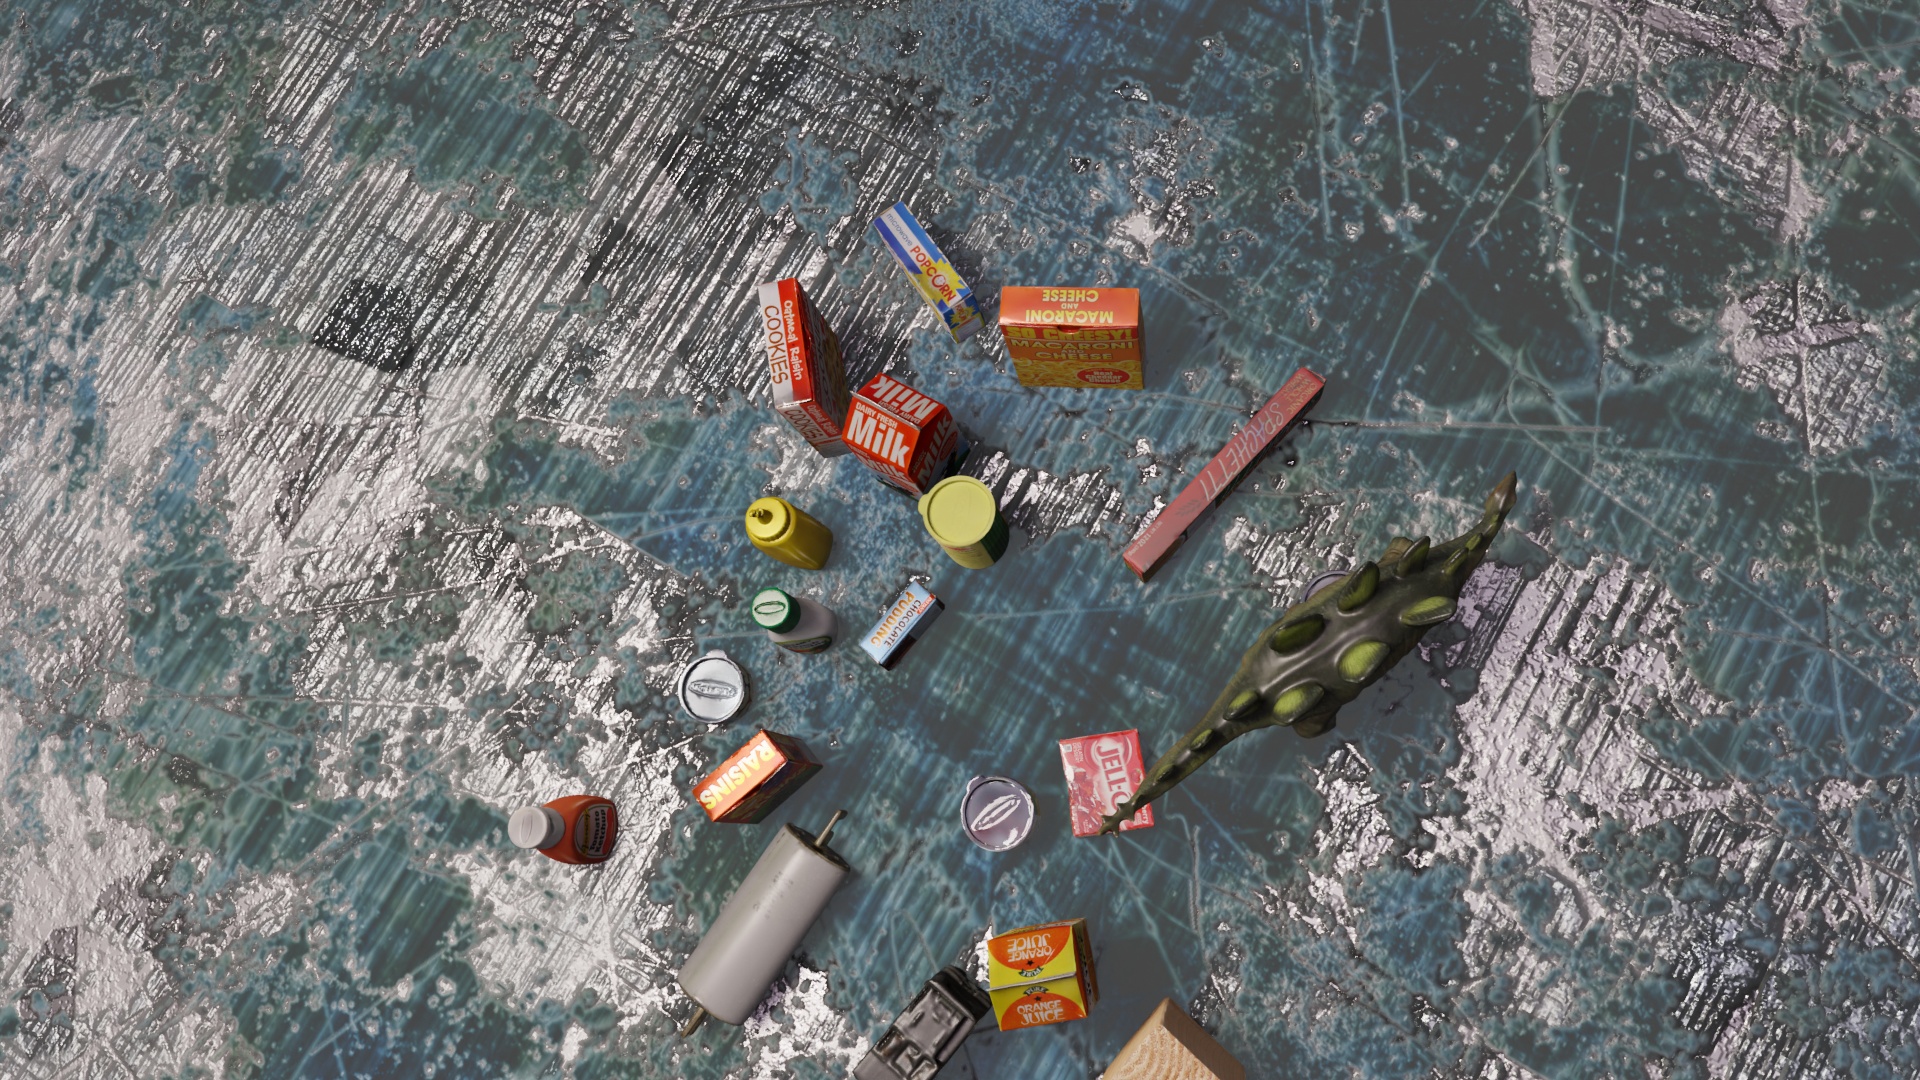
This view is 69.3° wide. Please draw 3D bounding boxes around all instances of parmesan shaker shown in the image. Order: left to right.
[{"bbox_3d":[0.005,-0.016,1.298,0.071,0.103,0.071,-2,77,9],"label":"parmesan shaker"}]

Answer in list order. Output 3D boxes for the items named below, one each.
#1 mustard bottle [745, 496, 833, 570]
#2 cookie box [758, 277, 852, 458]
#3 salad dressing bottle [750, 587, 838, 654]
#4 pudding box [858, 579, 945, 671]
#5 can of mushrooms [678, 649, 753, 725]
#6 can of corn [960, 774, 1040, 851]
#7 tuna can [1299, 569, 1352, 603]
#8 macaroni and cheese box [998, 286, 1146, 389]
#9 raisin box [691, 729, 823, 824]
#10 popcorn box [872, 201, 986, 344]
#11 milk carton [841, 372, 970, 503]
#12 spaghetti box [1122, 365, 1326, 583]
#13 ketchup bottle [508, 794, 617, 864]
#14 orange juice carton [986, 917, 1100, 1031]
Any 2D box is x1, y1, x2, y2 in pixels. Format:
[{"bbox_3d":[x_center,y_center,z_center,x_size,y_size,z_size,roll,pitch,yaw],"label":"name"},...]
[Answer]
[{"bbox_3d":[-0.165,-0.010,1.296,0.065,0.160,0.049,15,80,13],"label":"mustard bottle"},{"bbox_3d":[-0.143,-0.161,1.324,0.040,0.167,0.123,-12,76,7],"label":"cookie box"},{"bbox_3d":[-0.155,0.074,1.281,0.064,0.147,0.044,-6,76,8],"label":"salad dressing bottle"},{"bbox_3d":[-0.055,0.081,1.313,0.030,0.049,0.084,40,86,16],"label":"pudding box"},{"bbox_3d":[-0.234,0.142,1.337,0.071,0.033,0.071,-2,77,9],"label":"can of mushrooms"},{"bbox_3d":[0.036,0.245,1.255,0.071,0.058,0.071,-2,77,9],"label":"can of corn"},{"bbox_3d":[0.340,0.064,1.260,0.071,0.032,0.071,-2,77,9],"label":"tuna can"},{"bbox_3d":[0.108,-0.185,1.288,0.124,0.166,0.040,3,78,10],"label":"macaroni and cheese box"},{"bbox_3d":[-0.183,0.217,1.264,0.086,0.123,0.040,-40,74,-1],"label":"raisin box"},{"bbox_3d":[-0.030,-0.264,1.372,0.038,0.085,0.127,-36,74,0],"label":"popcorn box"},{"bbox_3d":[-0.051,-0.093,1.281,0.072,0.190,0.073,28,83,14],"label":"milk carton"},{"bbox_3d":[0.246,-0.061,1.296,0.029,0.050,0.250,43,87,16],"label":"spaghetti box"},{"bbox_3d":[-0.363,0.264,1.270,0.043,0.148,0.065,2,78,10],"label":"ketchup bottle"},{"bbox_3d":[0.069,0.358,1.152,0.072,0.192,0.073,-11,76,7],"label":"orange juice carton"}]
